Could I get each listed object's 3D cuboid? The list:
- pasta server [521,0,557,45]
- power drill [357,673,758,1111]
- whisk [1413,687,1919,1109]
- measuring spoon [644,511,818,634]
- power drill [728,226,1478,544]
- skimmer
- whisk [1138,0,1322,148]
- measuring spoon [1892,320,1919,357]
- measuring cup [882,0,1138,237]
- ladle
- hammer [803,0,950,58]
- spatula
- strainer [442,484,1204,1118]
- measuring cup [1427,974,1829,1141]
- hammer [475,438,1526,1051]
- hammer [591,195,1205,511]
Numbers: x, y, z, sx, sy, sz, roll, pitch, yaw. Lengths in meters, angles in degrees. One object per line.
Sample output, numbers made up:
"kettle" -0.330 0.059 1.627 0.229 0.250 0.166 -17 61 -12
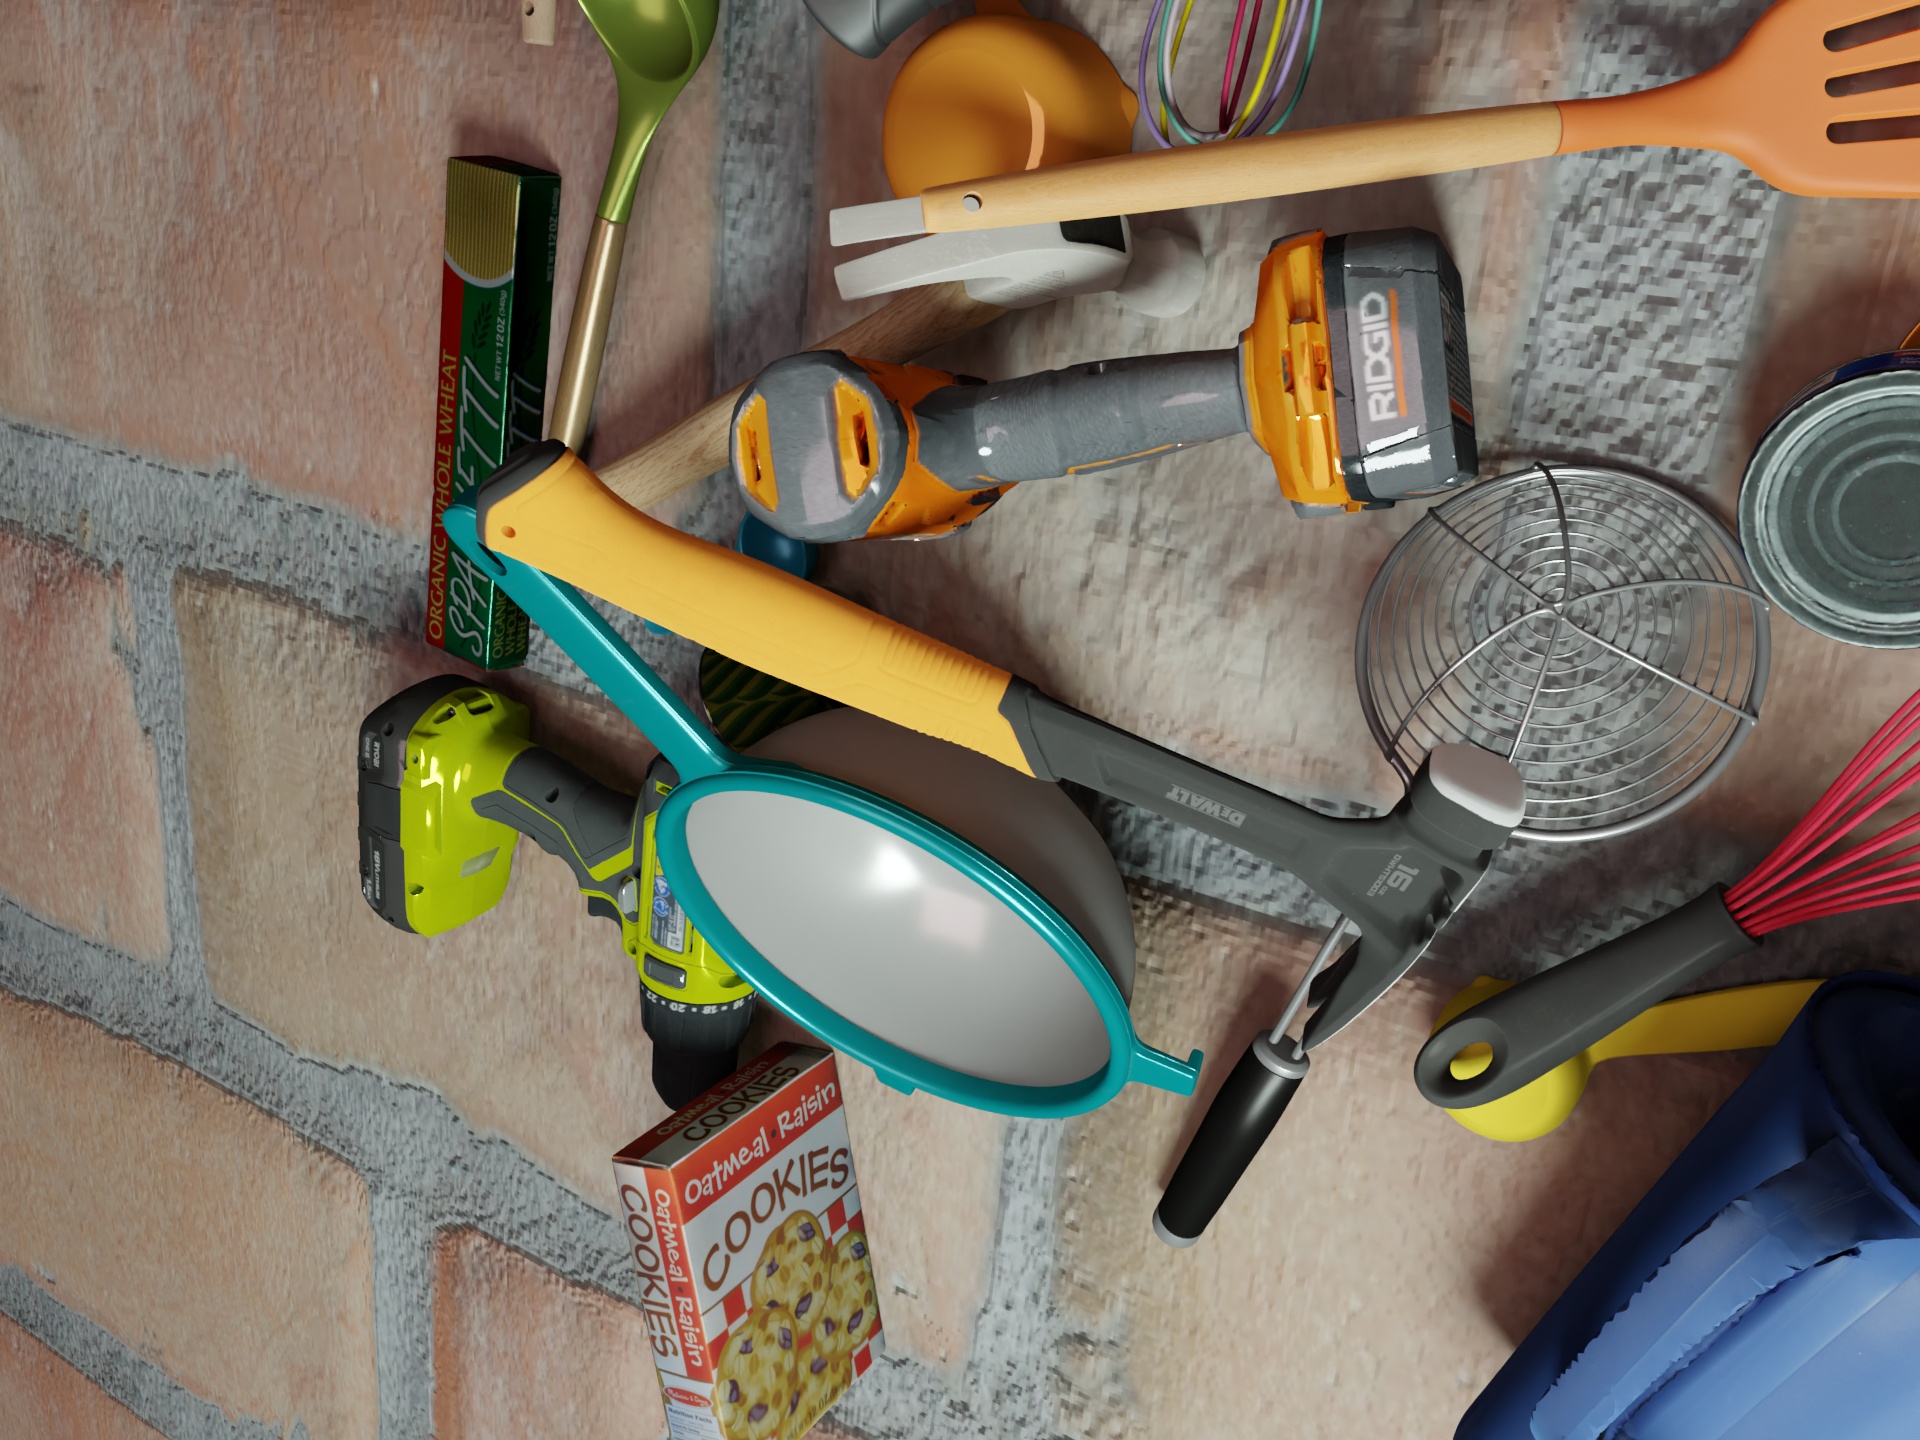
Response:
"pasta server" -0.163 -0.442 0.641 0.060 0.040 0.316 16 111 28
"power drill" -0.193 0.082 0.801 0.229 0.080 0.190 18 113 25
"whisk" 0.260 0.051 0.495 0.295 0.073 0.073 -41 81 33
"measuring spoon" -0.106 -0.066 0.740 0.128 0.021 0.042 -22 92 45
"power drill" 0.056 -0.104 0.549 0.226 0.164 0.084 -5 95 22
"skimmer" 0.160 0.074 0.598 0.127 0.090 0.363 39 132 24
"whisk" 0.104 -0.276 0.441 0.051 0.047 0.244 16 115 -2
"measuring spoon" 0.311 -0.138 0.450 0.021 0.011 0.117 43 126 10
"measuring cup" 0.003 -0.256 0.585 0.095 0.052 0.173 -8 102 34
"ladle" -0.171 -0.200 0.715 0.078 0.062 0.320 33 122 21
"hammer" 0.093 -0.277 0.490 0.335 0.035 0.146 -5 108 27
"spatula" 0.149 -0.168 0.455 0.322 0.041 0.081 -8 101 -2
"strainer" -0.051 0.019 0.624 0.211 0.095 0.340 -16 123 49
"measuring cup" 0.237 0.114 0.557 0.156 0.029 0.062 -20 93 38
"hammer" -0.001 -0.002 0.518 0.337 0.034 0.127 24 132 1
"hammer" -0.070 -0.134 0.647 0.331 0.130 0.031 -16 79 44
